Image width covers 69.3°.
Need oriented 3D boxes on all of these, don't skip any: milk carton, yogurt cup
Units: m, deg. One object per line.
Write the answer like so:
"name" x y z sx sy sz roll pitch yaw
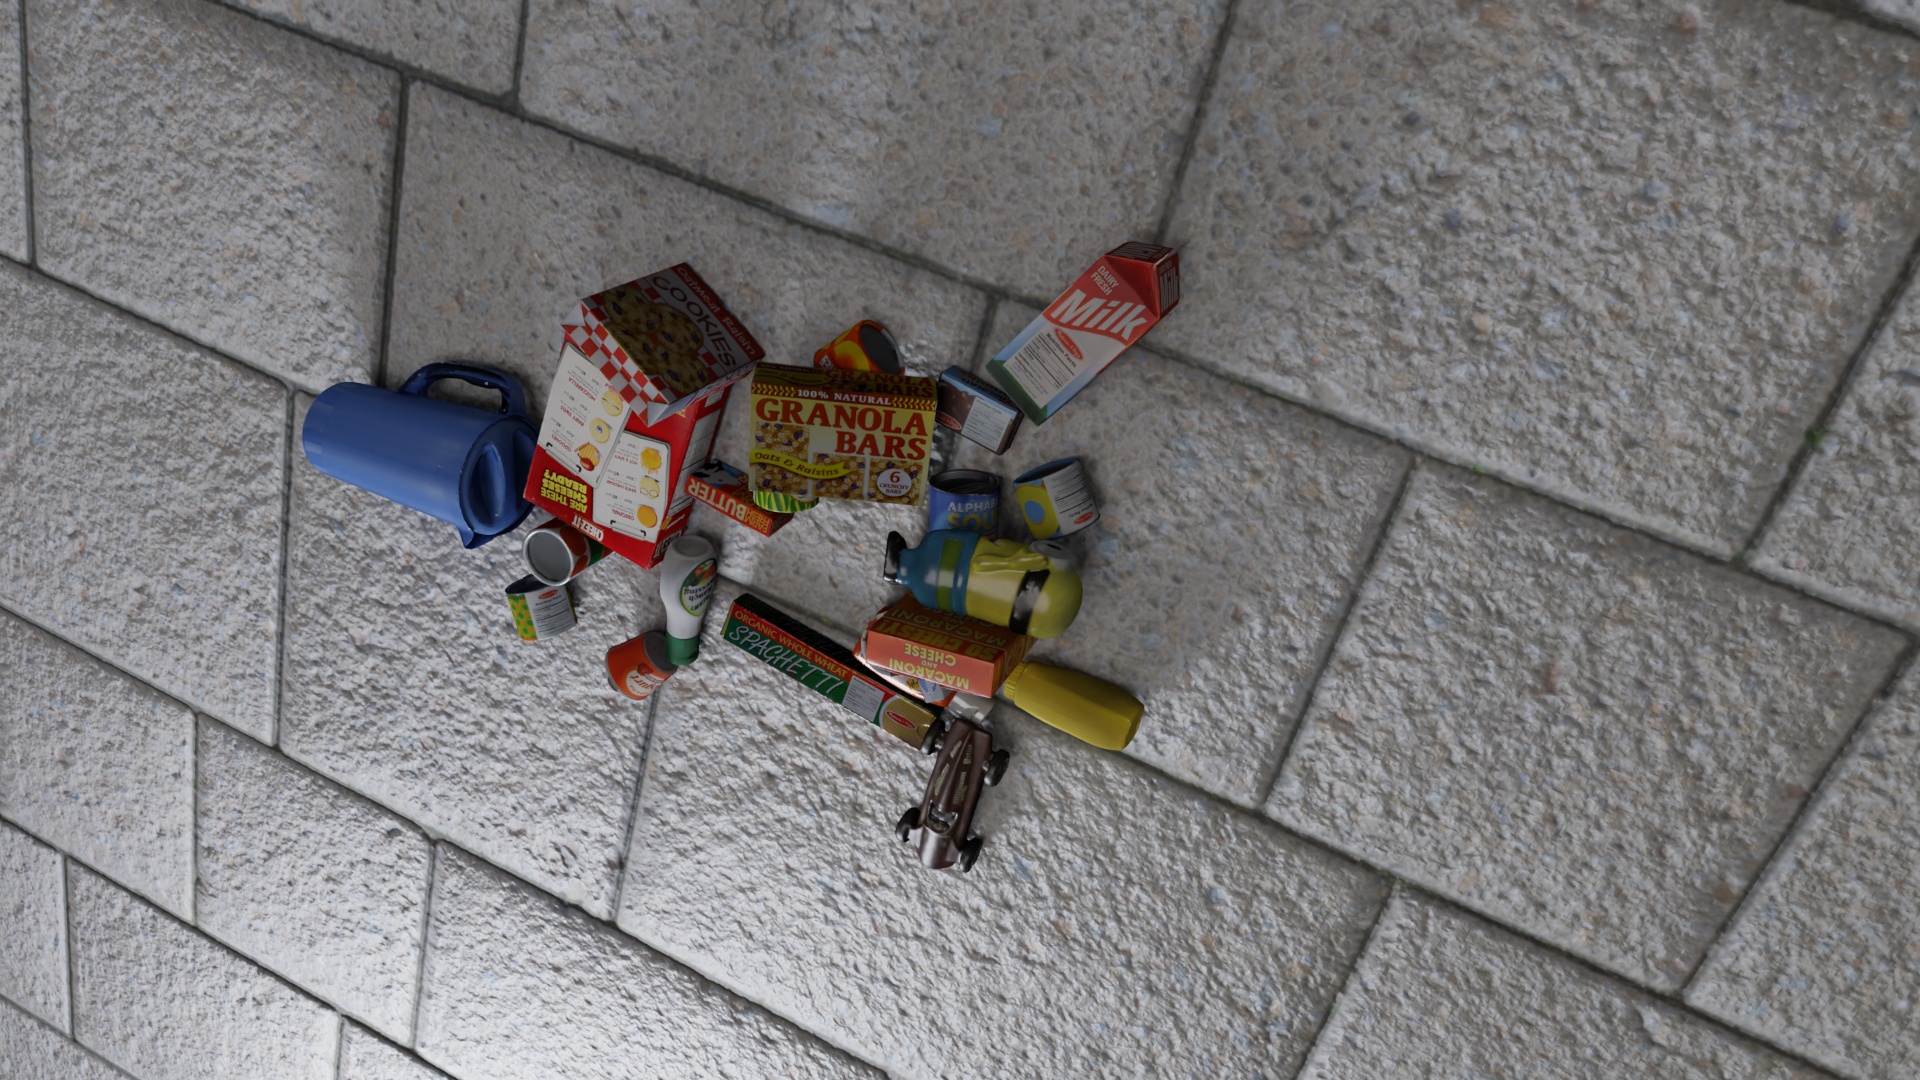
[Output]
"milk carton" 0.118 -0.190 1.193 0.073 0.073 0.189 49 121 -1
"yogurt cup" -0.346 0.134 1.517 0.054 0.072 0.072 -31 96 21

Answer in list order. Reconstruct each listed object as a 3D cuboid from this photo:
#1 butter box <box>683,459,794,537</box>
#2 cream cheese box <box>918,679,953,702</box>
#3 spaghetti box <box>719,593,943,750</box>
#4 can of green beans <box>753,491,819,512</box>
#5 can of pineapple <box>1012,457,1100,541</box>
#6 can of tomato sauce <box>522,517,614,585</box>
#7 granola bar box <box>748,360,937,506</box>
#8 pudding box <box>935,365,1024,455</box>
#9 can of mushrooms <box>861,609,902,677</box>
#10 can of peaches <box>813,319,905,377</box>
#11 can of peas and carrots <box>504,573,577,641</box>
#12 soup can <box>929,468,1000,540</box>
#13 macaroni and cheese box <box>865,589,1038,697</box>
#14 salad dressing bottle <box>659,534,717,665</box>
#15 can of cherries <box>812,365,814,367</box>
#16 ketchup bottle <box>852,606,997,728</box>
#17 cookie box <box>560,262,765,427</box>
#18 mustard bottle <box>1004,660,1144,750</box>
"butter box" -0.222 -0.044 1.402 0.103 0.053 0.024 28 120 11
"cream cheese box" -0.011 0.111 1.343 0.024 0.104 0.053 -12 103 30
"spaghetti box" -0.135 0.135 1.448 0.250 0.029 0.050 28 118 11
"can of green beans" -0.170 -0.066 1.364 0.071 0.071 0.057 13 115 18
"can of pineapple" 0.086 -0.038 1.269 0.071 0.071 0.057 -15 103 27
"can of tomato sauce" -0.416 0.002 1.484 0.071 0.083 0.071 8 113 20
"granola bar box" -0.109 -0.097 1.279 0.166 0.039 0.123 5 129 -4
"pudding box" 0.015 -0.121 1.287 0.084 0.030 0.049 29 119 11
"can of mushrooms" -0.061 0.098 1.358 0.071 0.033 0.071 0 90 8
"can of peaches" -0.095 -0.164 1.293 0.058 0.071 0.071 -30 96 28
"can of peas and carrots" -0.465 0.072 1.543 0.071 0.071 0.058 -4 109 24
"soup can" 0.005 -0.016 1.308 0.071 0.072 0.083 9 113 19
"macaroni and cheese box" 0.003 0.081 1.290 0.124 0.167 0.040 14 115 18
"salad dressing bottle" -0.290 0.065 1.471 0.044 0.064 0.146 29 127 23
"can of cherries" -0.136 -0.130 1.326 0.058 0.072 0.071 -34 94 24
"ketchup bottle" -0.033 0.131 1.395 0.149 0.044 0.064 35 112 6
"cookie box" -0.274 -0.188 1.304 0.123 0.168 0.040 49 123 -1
"mustard bottle" 0.095 0.151 1.340 0.160 0.065 0.048 21 111 21
